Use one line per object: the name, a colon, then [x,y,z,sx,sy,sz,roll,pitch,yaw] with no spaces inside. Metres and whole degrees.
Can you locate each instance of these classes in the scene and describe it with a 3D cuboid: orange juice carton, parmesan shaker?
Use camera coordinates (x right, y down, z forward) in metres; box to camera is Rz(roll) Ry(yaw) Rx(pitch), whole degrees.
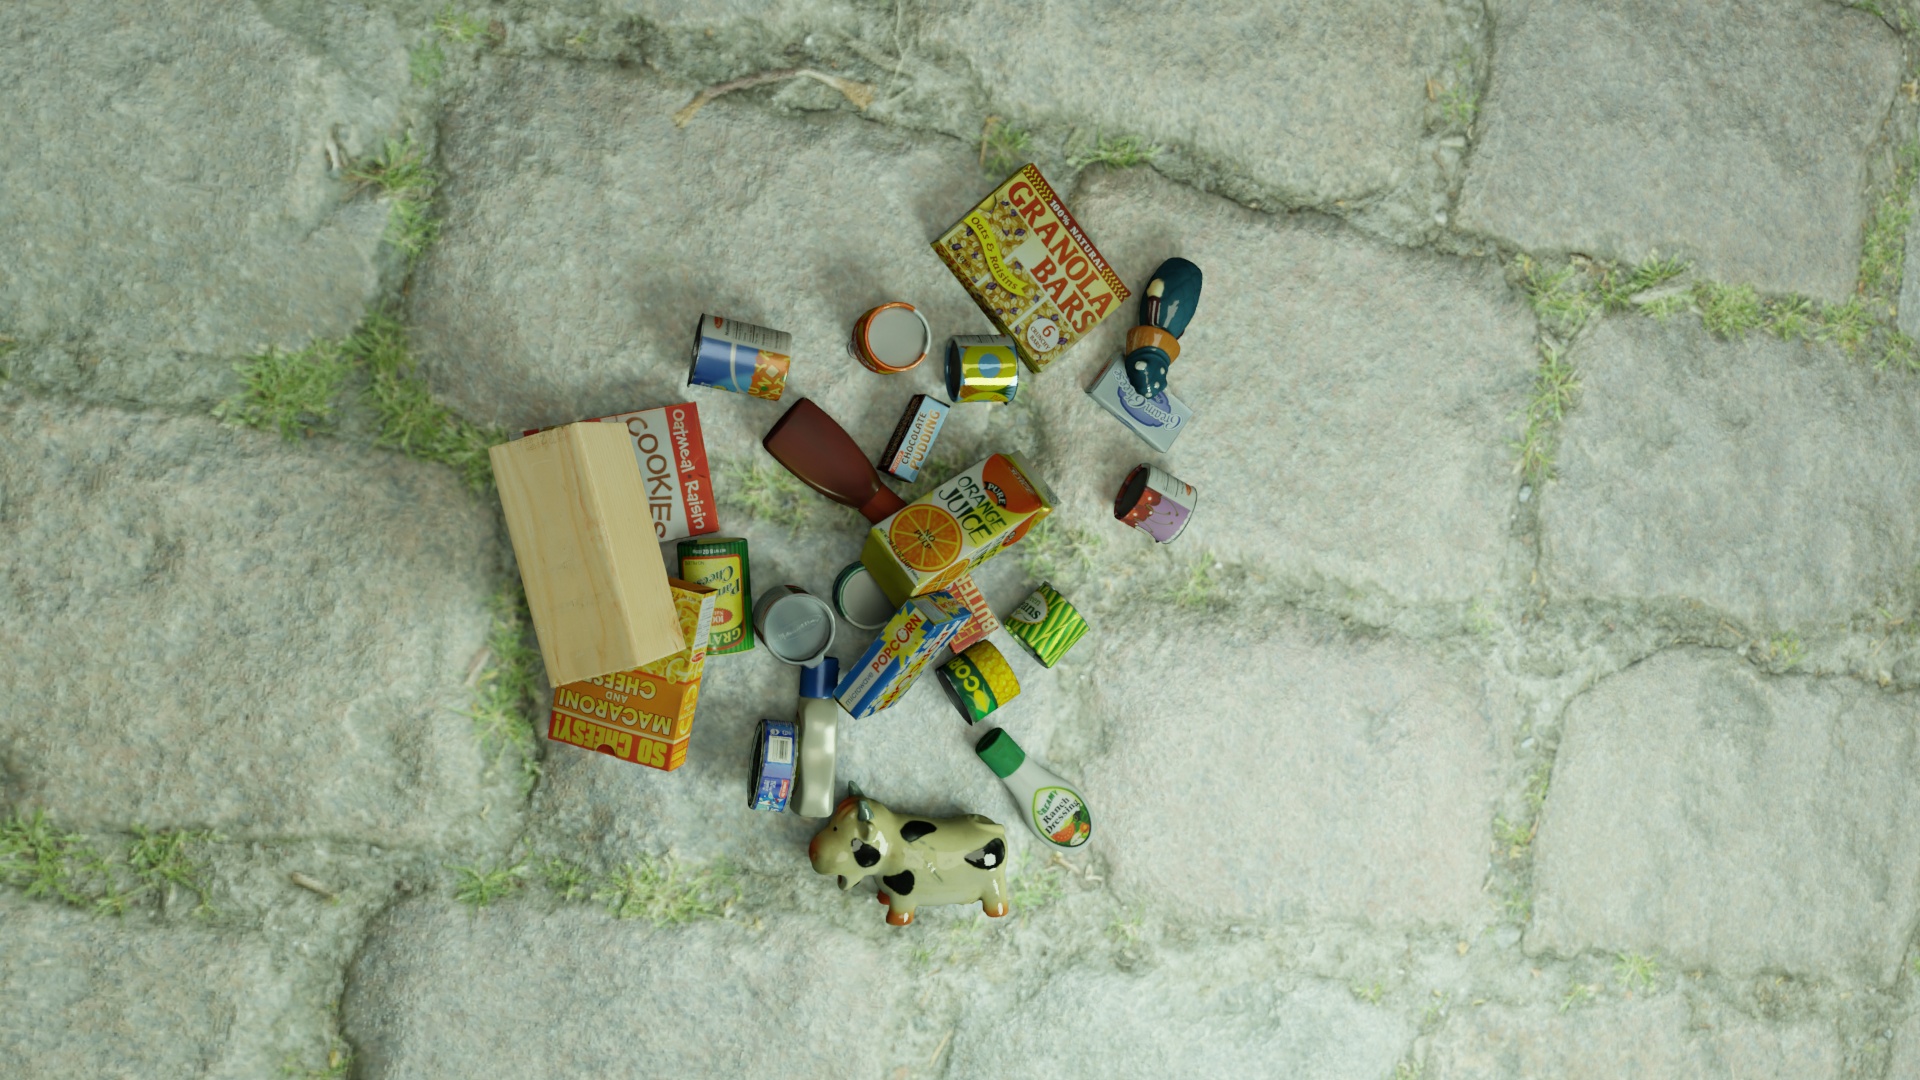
orange juice carton: [0.005,-0.017,1.322,0.193,0.072,0.072,-32,77,-24]
parmesan shaker: [-0.229,0.051,1.286,0.071,0.071,0.103,-5,95,-15]

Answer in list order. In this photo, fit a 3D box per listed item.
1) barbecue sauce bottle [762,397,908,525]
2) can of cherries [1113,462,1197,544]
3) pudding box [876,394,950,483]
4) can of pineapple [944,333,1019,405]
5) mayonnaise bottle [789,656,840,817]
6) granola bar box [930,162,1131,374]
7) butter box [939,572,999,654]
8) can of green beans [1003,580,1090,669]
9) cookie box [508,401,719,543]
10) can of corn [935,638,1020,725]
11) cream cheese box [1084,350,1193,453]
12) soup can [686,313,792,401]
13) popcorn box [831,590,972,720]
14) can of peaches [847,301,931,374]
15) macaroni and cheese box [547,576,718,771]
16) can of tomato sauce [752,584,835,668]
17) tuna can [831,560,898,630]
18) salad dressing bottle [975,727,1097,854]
barbecue sauce bottle: [-0.114,-0.066,1.322,0.148,0.043,0.065,41,82,-15]
can of cherries: [0.194,-0.036,1.399,0.058,0.071,0.071,26,87,-16]
pudding box: [-0.045,-0.099,1.335,0.030,0.049,0.083,28,87,-17]
can of pineapple: [0.020,-0.164,1.341,0.058,0.071,0.071,-3,95,-15]
mayonnaise bottle: [-0.138,0.185,1.323,0.041,0.064,0.148,3,89,-14]
granola bar box: [0.070,-0.266,1.362,0.124,0.039,0.165,-42,103,-10]
butter box: [-0.010,0.054,1.354,0.053,0.024,0.103,-29,84,-12]
can of green beans: [0.085,0.085,1.375,0.058,0.071,0.071,-44,104,-8]
cookie box: [-0.314,-0.052,1.268,0.168,0.040,0.122,-11,96,-14]
can of corn: [0.017,0.136,1.358,0.058,0.071,0.071,-32,101,-12]
cream cheese box: [0.182,-0.140,1.409,0.104,0.024,0.053,37,84,-15]
soup can: [-0.204,-0.166,1.280,0.084,0.071,0.071,11,91,-16]
popcorn box: [-0.055,0.107,1.303,0.038,0.085,0.126,45,109,15]
can of peaches: [-0.068,-0.191,1.319,0.071,0.058,0.071,-1,94,-16]
macaroni and cheese box: [-0.296,0.112,1.250,0.124,0.040,0.166,13,96,12]
can of tomato sauce: [-0.156,0.079,1.298,0.071,0.083,0.071,-1,94,-15]
tuna can: [-0.088,0.051,1.342,0.071,0.033,0.071,-1,95,-16]
salad dressing bottle: [0.075,0.251,1.394,0.064,0.044,0.147,-44,103,-7]
